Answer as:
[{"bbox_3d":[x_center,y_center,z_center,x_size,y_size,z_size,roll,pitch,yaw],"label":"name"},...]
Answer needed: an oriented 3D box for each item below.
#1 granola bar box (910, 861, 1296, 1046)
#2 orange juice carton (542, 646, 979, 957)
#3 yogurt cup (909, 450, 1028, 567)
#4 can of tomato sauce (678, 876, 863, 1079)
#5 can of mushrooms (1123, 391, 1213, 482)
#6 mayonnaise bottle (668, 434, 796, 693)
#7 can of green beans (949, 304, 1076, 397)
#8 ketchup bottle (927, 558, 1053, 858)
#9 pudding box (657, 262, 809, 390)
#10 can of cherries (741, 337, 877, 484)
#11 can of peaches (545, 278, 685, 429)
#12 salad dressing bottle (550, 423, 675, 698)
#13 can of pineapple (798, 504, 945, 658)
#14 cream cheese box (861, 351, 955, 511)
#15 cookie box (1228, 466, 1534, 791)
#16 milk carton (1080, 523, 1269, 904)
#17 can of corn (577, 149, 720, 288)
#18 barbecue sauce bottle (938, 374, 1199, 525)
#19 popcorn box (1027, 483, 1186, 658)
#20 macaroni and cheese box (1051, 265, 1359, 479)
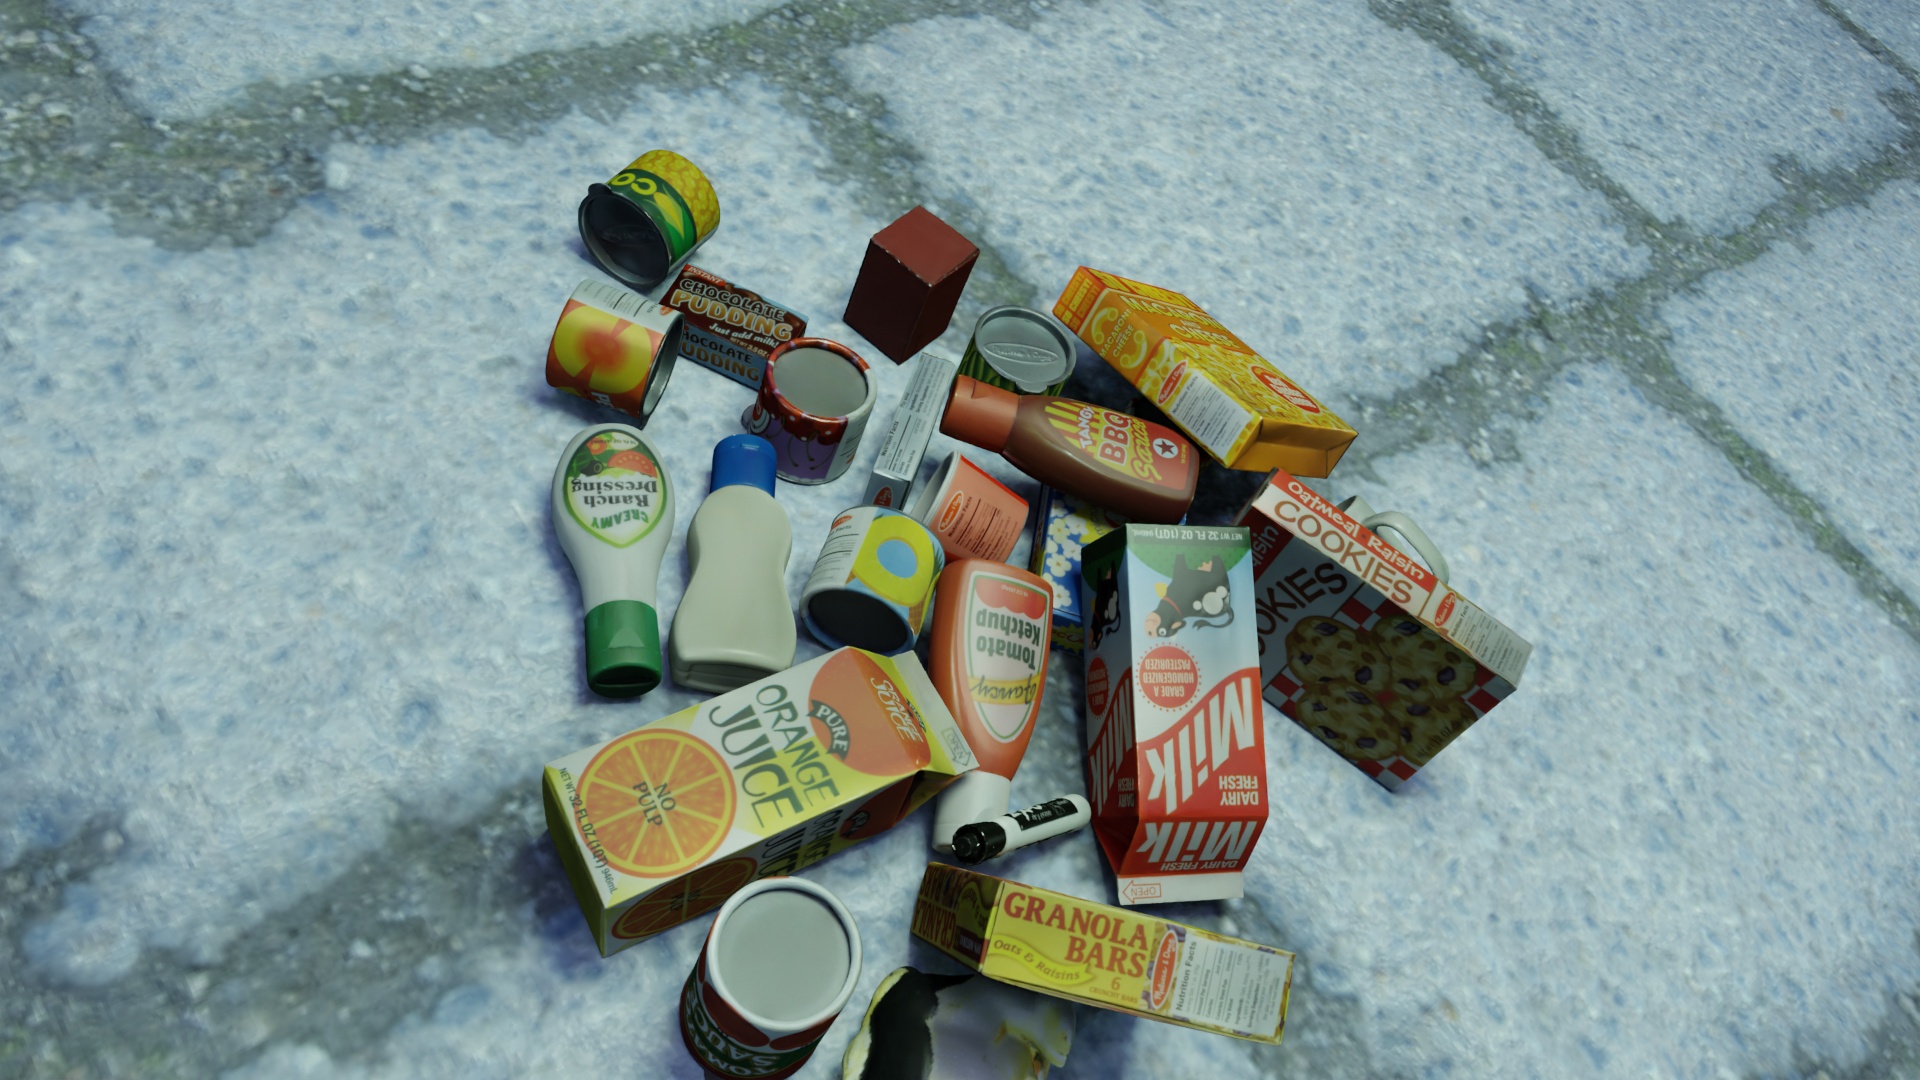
[{"bbox_3d":[0.053,0.177,0.609,0.124,0.165,0.039,16,77,-8],"label":"granola bar box"},{"bbox_3d":[-0.089,0.113,0.650,0.193,0.072,0.072,-20,64,-25],"label":"orange juice carton"},{"bbox_3d":[0.003,-0.010,0.791,0.054,0.072,0.073,28,50,-9],"label":"yogurt cup"},{"bbox_3d":[-0.084,0.192,0.598,0.071,0.082,0.071,10,52,-13],"label":"can of tomato sauce"},{"bbox_3d":[0.134,-0.064,0.897,0.071,0.033,0.071,10,52,-14],"label":"can of mushrooms"},{"bbox_3d":[-0.119,0.010,0.746,0.065,0.041,0.149,9,52,-15],"label":"mayonnaise bottle"},{"bbox_3d":[0.032,-0.104,0.873,0.071,0.057,0.071,10,53,-13],"label":"can of green beans"},{"bbox_3d":[0.011,0.087,0.718,0.065,0.043,0.149,19,65,-26],"label":"ketchup bottle"},{"bbox_3d":[-0.140,-0.129,0.846,0.084,0.030,0.050,25,50,-2],"label":"pudding box"},{"bbox_3d":[-0.089,-0.077,0.808,0.071,0.058,0.072,10,53,-14],"label":"can of cherries"},{"bbox_3d":[-0.196,-0.106,0.788,0.058,0.071,0.071,21,51,-5],"label":"can of peaches"},{"bbox_3d":[-0.178,0.009,0.722,0.064,0.043,0.148,-1,56,-19],"label":"salad dressing bottle"},{"bbox_3d":[-0.046,0.024,0.746,0.071,0.070,0.058,23,51,-3],"label":"can of pineapple"},{"bbox_3d":[-0.031,-0.058,0.819,0.024,0.053,0.104,21,51,-3],"label":"cream cheese box"},{"bbox_3d":[0.212,0.052,0.784,0.167,0.122,0.040,36,51,8],"label":"cookie box"},{"bbox_3d":[0.110,0.091,0.726,0.072,0.073,0.191,1,78,-15],"label":"milk carton"},{"bbox_3d":[-0.191,-0.200,0.854,0.071,0.070,0.058,32,50,4],"label":"can of corn"},{"bbox_3d":[0.063,-0.055,0.807,0.148,0.043,0.065,18,45,-7],"label":"barbecue sauce bottle"},{"bbox_3d":[0.086,0.011,0.822,0.085,0.038,0.127,18,51,-9],"label":"popcorn box"},{"bbox_3d":[0.152,-0.105,0.872,0.124,0.040,0.167,2,37,-48],"label":"macaroni and cheese box"}]
